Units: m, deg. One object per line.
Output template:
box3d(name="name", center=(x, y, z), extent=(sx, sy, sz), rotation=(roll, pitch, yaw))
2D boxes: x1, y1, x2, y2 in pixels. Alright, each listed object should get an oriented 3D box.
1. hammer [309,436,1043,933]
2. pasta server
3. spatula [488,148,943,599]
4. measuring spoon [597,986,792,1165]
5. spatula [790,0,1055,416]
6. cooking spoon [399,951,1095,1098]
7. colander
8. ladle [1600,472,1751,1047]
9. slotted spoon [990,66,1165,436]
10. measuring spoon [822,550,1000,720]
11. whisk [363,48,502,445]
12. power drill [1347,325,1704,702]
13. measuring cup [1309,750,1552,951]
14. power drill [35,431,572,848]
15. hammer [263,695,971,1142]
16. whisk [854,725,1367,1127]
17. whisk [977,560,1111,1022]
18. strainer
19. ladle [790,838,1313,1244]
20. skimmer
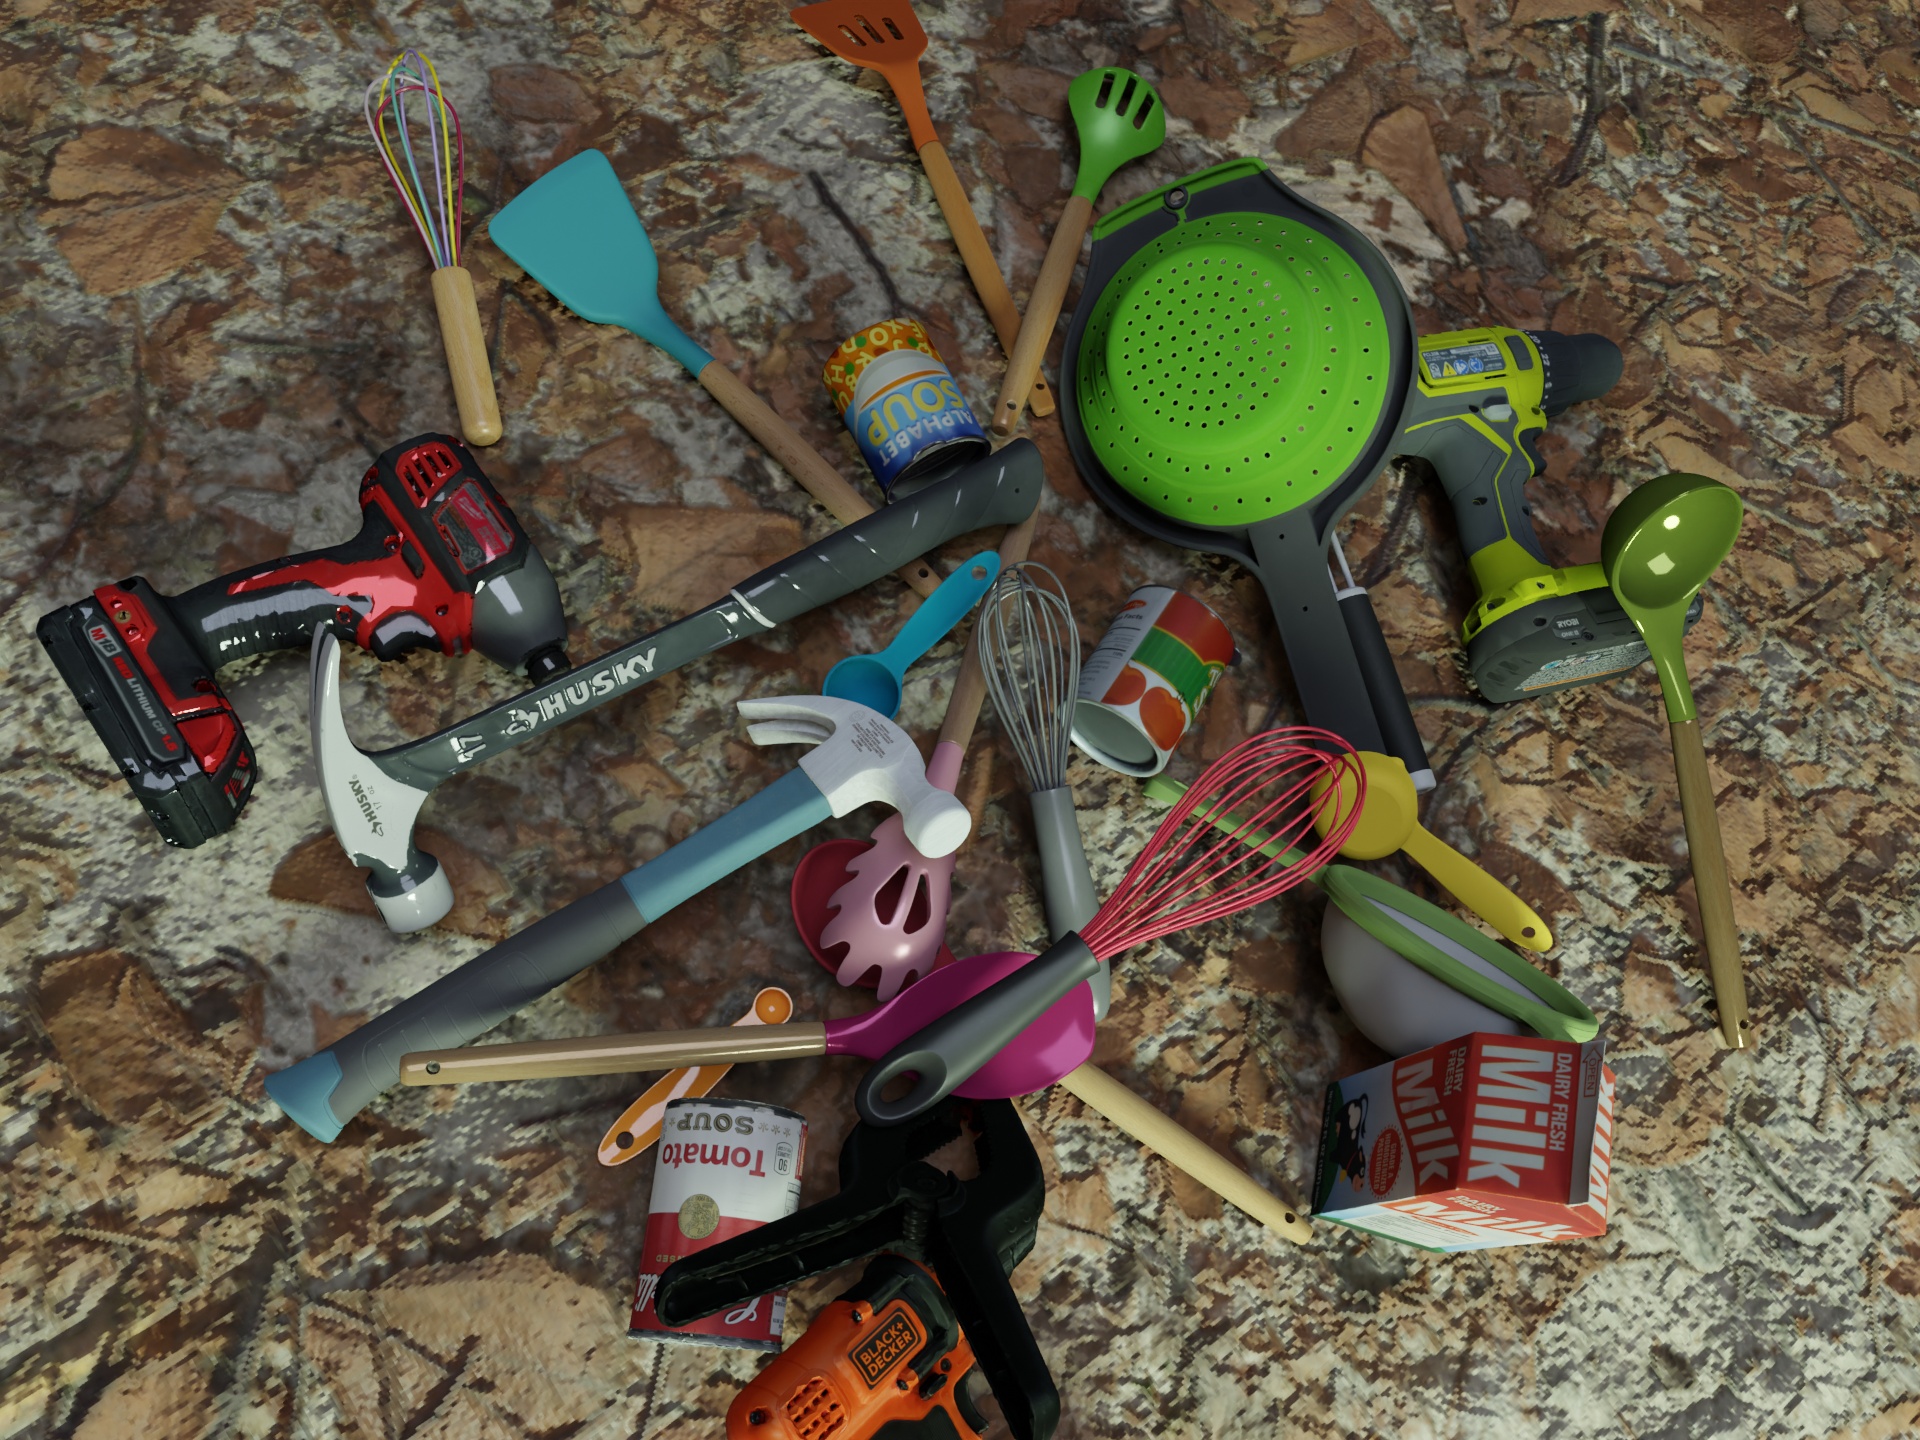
box3d(name="hammer", center=(-0.123, -0.053, 0.796), extent=(0.409, 0.149, 0.036), rotation=(-29, 33, -24))
box3d(name="pasta server", center=(-0.001, -0.003, 0.833), extent=(0.060, 0.040, 0.316), rotation=(24, 55, -9))
box3d(name="spatula", center=(-0.124, -0.181, 0.883), extent=(0.317, 0.044, 0.082), rotation=(44, 71, 5))
box3d(name="measuring spoon", center=(-0.127, 0.171, 0.764), extent=(0.117, 0.011, 0.021), rotation=(-41, 84, -20))
box3d(name="spatula", center=(-0.012, -0.326, 0.979), extent=(0.081, 0.041, 0.323), rotation=(-18, 78, -19))
box3d(name="cooking spoon", center=(-0.088, 0.147, 0.728), extent=(0.318, 0.017, 0.069), rotation=(-1, 85, -16))
box3d(name="colander", center=(0.165, -0.118, 0.860), extent=(0.204, 0.094, 0.397), rotation=(-18, 85, 18))
box3d(name="ladle", center=(0.404, 0.026, 0.860), extent=(0.078, 0.062, 0.320), rotation=(-13, 95, -15))
box3d(name="slotted spoon", center=(0.069, -0.295, 0.969), extent=(0.070, 0.031, 0.314), rotation=(24, 62, -9))
box3d(name="measuring spoon", center=(-0.024, -0.043, 0.853), extent=(0.042, 0.021, 0.128), rotation=(43, 77, 1))
box3d(name="whisk", center=(-0.289, -0.264, 0.884), extent=(0.047, 0.051, 0.245), rotation=(-16, 77, 3))
box3d(name="power drill", center=(0.348, -0.138, 0.958), extent=(0.190, 0.080, 0.229), rotation=(-11, 69, -17))
box3d(name="measuring cup", center=(0.255, 0.078, 0.850), extent=(0.156, 0.062, 0.029), rotation=(38, 22, 1))
box3d(name="power drill", center=(-0.304, -0.038, 0.770), extent=(0.219, 0.078, 0.143), rotation=(-32, 80, -25))
box3d(name="hammer", center=(-0.164, 0.093, 0.744), extent=(0.331, 0.033, 0.128), rotation=(-31, 51, -13))
box3d(name="whisk", center=(0.073, 0.096, 0.748), extent=(0.296, 0.073, 0.073), rotation=(-35, 80, -12))
box3d(name="whisk", center=(0.049, 0.036, 0.812), extent=(0.055, 0.055, 0.239), rotation=(-10, 89, -17))
box3d(name="strainer", center=(0.195, 0.114, 0.823), extent=(0.256, 0.151, 0.069), rotation=(30, 99, 20))
box3d(name="ladle", center=(0.046, 0.166, 0.795), extent=(0.315, 0.031, 0.069), rotation=(36, 61, 0))
box3d(name="skimmer", center=(0.199, -0.133, 0.913), extent=(0.127, 0.090, 0.363), rotation=(-20, 75, 12))
